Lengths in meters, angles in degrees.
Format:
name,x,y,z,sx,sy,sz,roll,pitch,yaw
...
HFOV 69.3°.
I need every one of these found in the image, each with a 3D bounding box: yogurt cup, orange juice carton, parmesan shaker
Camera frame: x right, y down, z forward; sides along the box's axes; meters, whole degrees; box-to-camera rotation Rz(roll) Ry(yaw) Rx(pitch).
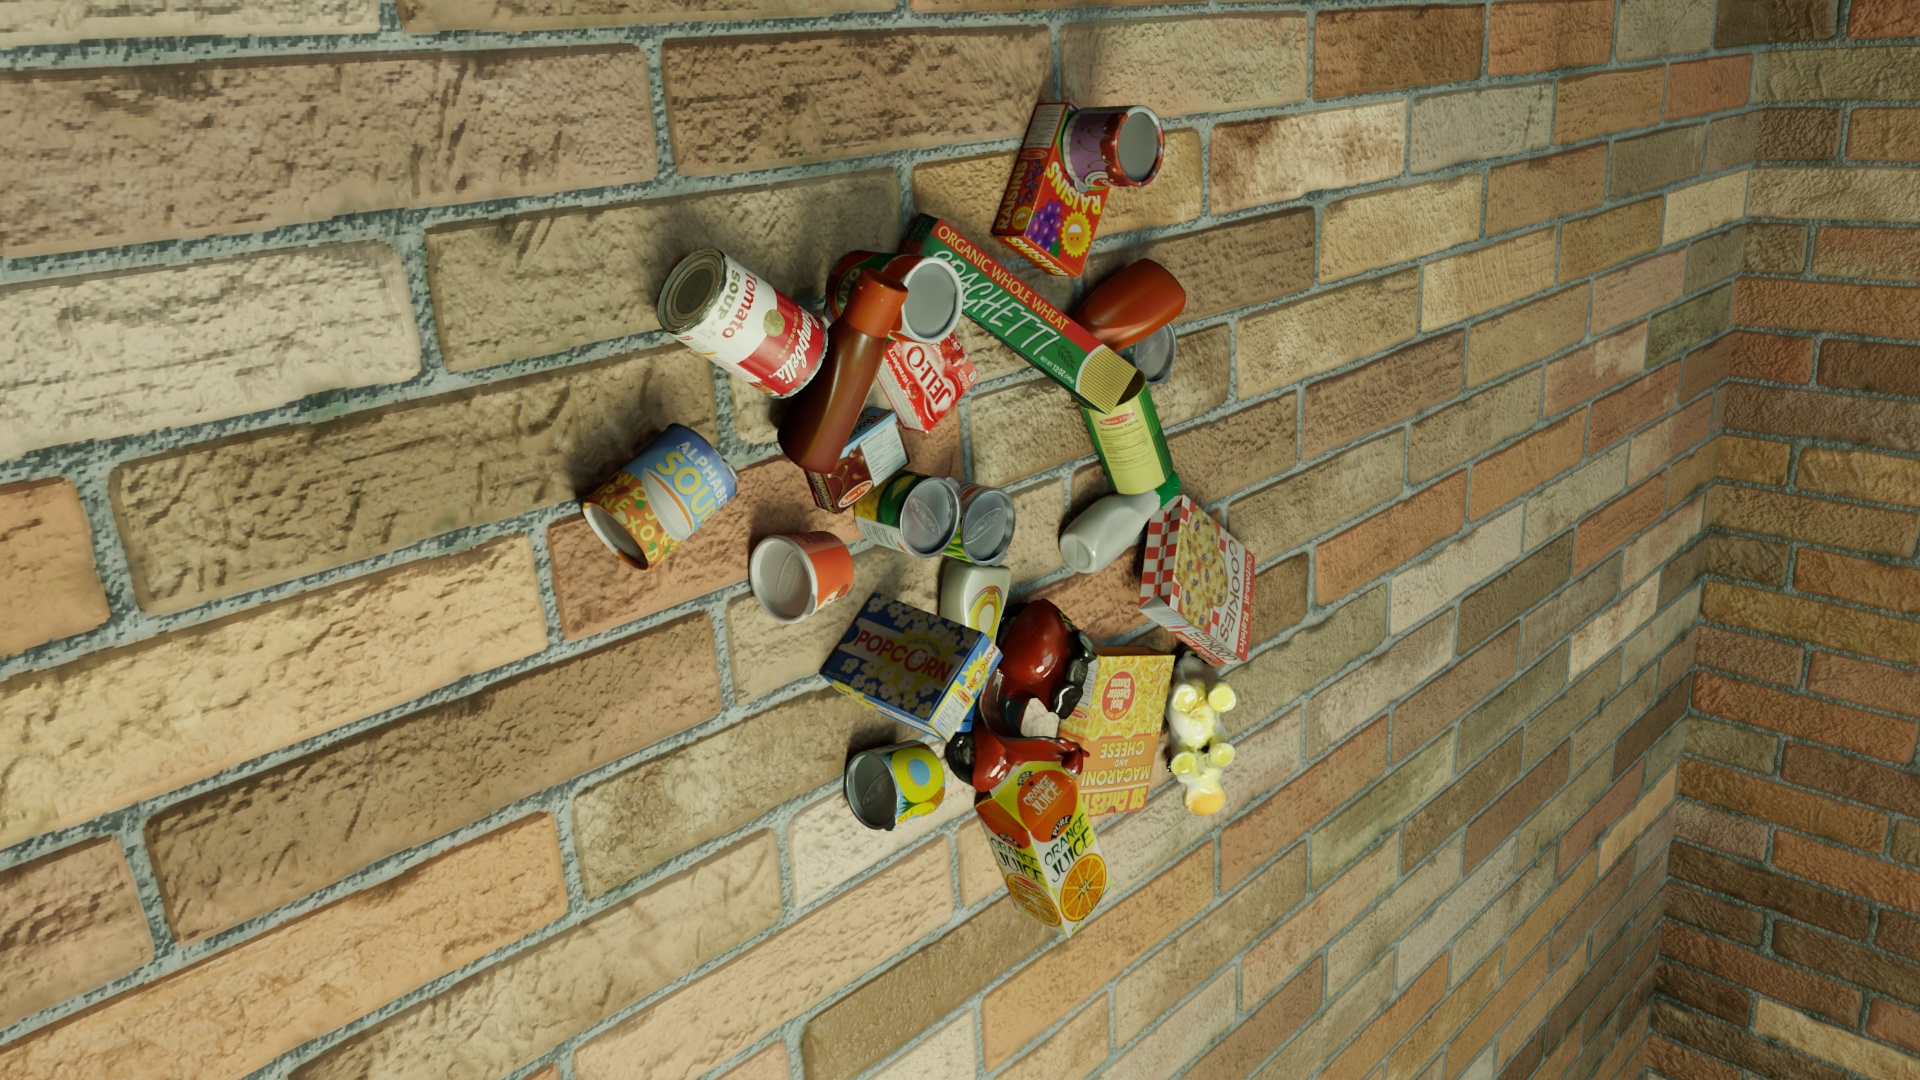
name,x,y,z,sx,sy,sz,roll,pitch,yaw
yogurt cup,-0.119,0.024,1.055,0.054,0.072,0.072,-19,115,-50
orange juice carton,0.075,0.278,1.317,0.072,0.073,0.191,-41,127,-31
parmesan shaker,0.152,-0.102,1.301,0.071,0.071,0.102,-46,131,-27

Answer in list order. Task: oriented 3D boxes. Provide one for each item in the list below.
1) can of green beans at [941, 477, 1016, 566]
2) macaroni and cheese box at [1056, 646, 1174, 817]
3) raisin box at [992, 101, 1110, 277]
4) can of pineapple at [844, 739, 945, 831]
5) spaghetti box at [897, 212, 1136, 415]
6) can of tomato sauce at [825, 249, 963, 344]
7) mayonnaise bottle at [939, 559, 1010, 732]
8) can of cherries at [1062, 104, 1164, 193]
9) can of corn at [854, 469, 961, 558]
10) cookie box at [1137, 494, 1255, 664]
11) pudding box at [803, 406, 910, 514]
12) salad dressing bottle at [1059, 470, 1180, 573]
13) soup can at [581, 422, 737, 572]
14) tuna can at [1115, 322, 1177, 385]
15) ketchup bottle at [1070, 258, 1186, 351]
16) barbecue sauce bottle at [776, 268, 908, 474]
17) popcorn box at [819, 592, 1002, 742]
name,x,y,z,sx,sy,sz,roll,pitch,yaw
can of green beans,0.004,-0.017,1.173,0.071,0.058,0.071,-15,111,-43
macaroni and cheese box,0.151,0.192,1.395,0.124,0.040,0.166,4,98,-46
raisin box,0.084,-0.300,1.192,0.086,0.040,0.123,24,82,-47
can of pineapple,-0.054,0.206,1.167,0.058,0.071,0.071,-6,105,-45
spaghetti box,0.050,-0.185,1.160,0.250,0.029,0.050,31,90,-35
can of tomato sauce,-0.051,-0.184,1.052,0.071,0.083,0.071,-15,111,-43
mayonnaise bottle,0.004,0.092,1.216,0.065,0.041,0.148,4,97,-48
can of cherries,0.128,-0.325,1.157,0.072,0.058,0.071,-14,110,-43
can of corn,-0.042,-0.026,1.123,0.071,0.058,0.071,-15,111,-43
cookie box,0.248,0.043,1.429,0.167,0.040,0.123,34,58,-45
pudding box,-0.082,-0.064,1.092,0.084,0.030,0.049,-39,127,-32
salad dressing bottle,0.157,-0.024,1.339,0.148,0.044,0.064,-37,139,-35
soup can,-0.203,-0.029,0.946,0.084,0.071,0.071,-47,130,-26
tuna can,0.174,-0.180,1.322,0.071,0.033,0.071,-15,112,-43
ketchup bottle,0.133,-0.199,1.257,0.149,0.065,0.043,-35,160,-25
barbecue sauce bottle,-0.085,-0.125,1.010,0.044,0.065,0.148,13,117,-33
popcorn box,-0.040,0.100,1.110,0.085,0.127,0.038,-57,137,-18
